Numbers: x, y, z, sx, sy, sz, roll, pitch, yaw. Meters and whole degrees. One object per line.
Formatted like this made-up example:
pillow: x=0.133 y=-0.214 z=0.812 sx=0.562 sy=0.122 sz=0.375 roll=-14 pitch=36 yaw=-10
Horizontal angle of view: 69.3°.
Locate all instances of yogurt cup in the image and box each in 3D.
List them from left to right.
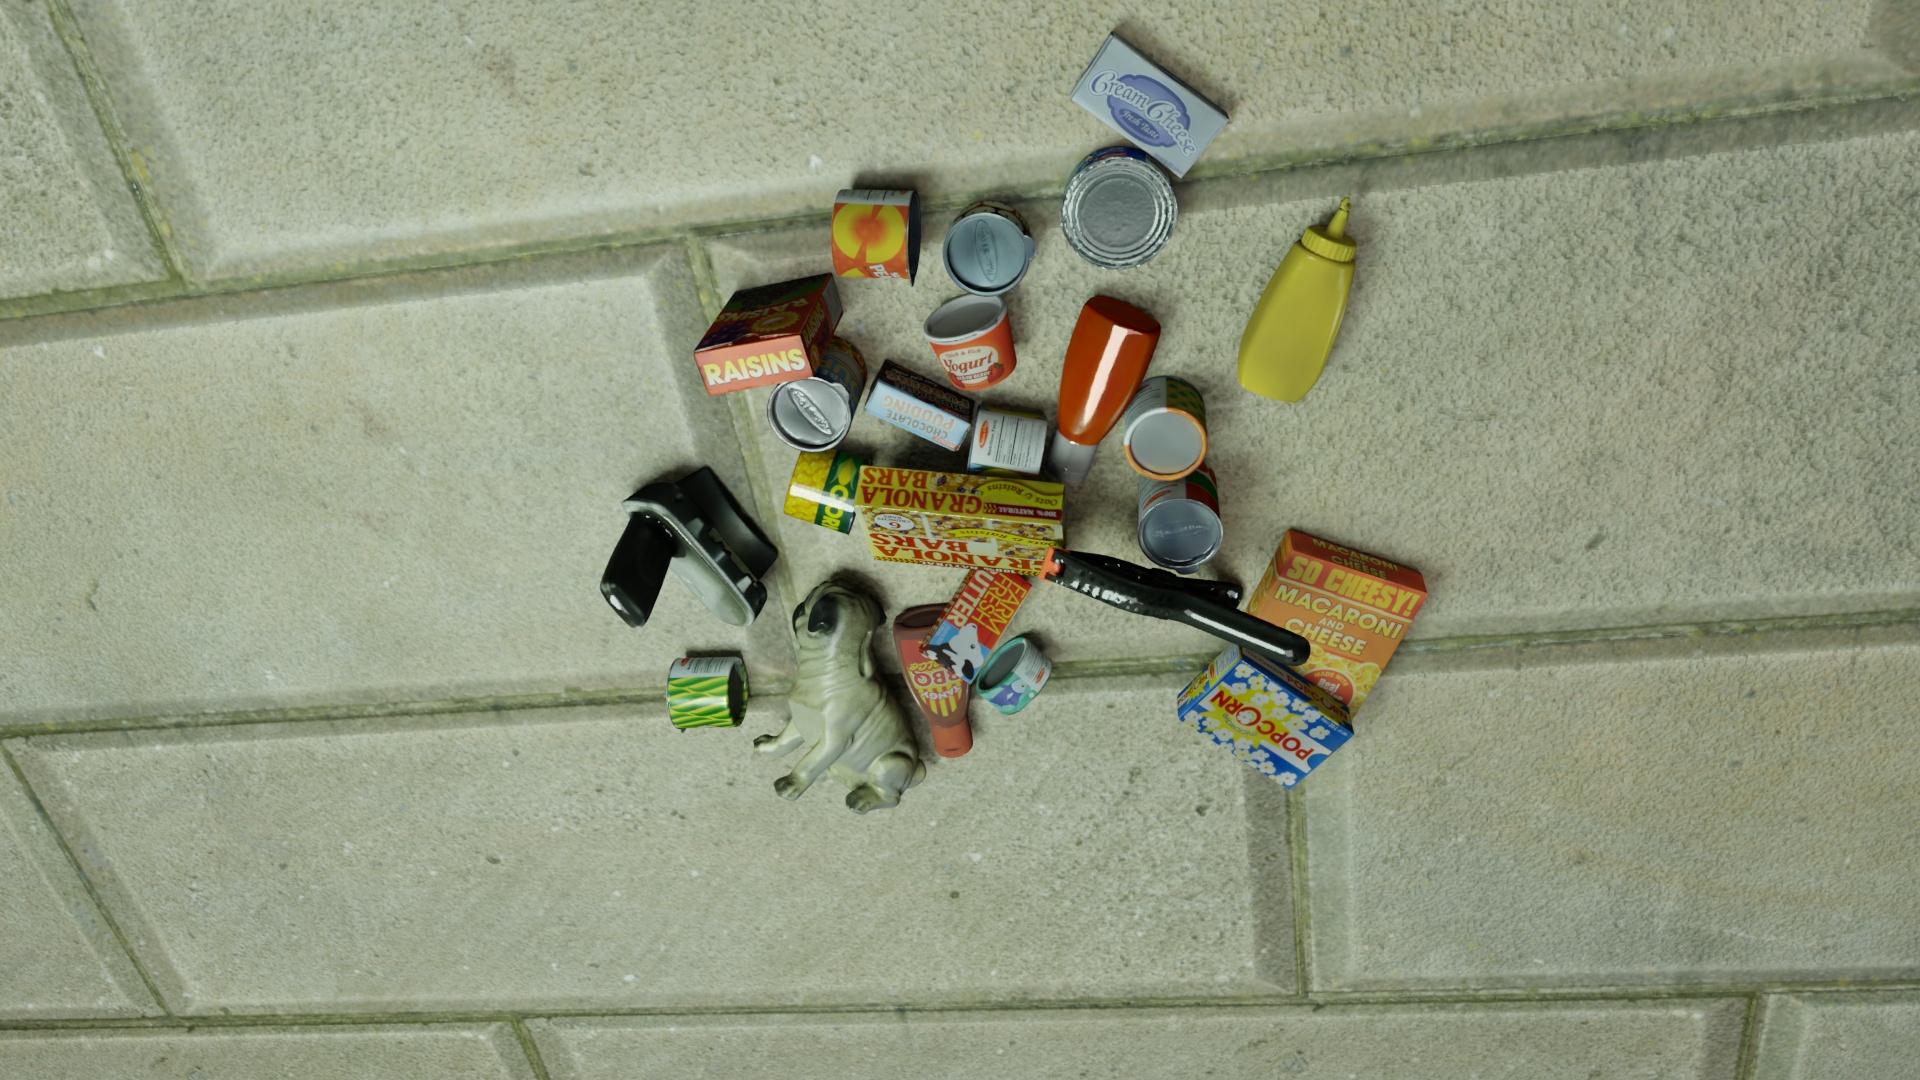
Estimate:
yogurt cup: x=0.011 y=-0.154 z=1.082 sx=0.072 sy=0.073 sz=0.053 roll=-12 pitch=127 yaw=14

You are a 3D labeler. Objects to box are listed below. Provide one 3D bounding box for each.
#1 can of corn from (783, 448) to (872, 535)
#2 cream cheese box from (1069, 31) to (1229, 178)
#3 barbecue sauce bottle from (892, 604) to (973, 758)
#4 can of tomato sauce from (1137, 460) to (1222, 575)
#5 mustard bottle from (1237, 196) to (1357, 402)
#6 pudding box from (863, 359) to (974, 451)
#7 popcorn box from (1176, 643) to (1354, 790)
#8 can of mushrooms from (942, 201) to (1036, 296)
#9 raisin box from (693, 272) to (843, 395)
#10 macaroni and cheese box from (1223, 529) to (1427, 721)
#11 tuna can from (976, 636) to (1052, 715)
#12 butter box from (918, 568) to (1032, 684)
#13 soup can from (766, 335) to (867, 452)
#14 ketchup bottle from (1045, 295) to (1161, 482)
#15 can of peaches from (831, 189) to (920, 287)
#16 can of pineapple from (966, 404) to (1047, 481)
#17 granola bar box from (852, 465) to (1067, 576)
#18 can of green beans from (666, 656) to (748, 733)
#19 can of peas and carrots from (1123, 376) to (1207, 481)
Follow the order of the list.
can of corn: x=-0.111 y=-0.043 z=1.158 sx=0.058 sy=0.071 sz=0.070 roll=18 pitch=121 yaw=-3
cream cheese box: x=0.135 y=-0.311 z=0.994 sx=0.104 sy=0.024 sz=0.053 roll=32 pitch=119 yaw=-12
barbecue sauce bottle: x=-0.018 y=0.130 z=1.267 sx=0.065 sy=0.044 sz=0.147 roll=-10 pitch=120 yaw=3
can of tomato sauce: x=0.178 y=-0.024 z=1.127 sx=0.071 sy=0.083 sz=0.070 roll=3 pitch=121 yaw=5
mustard bottle: x=0.260 y=-0.183 z=1.042 sx=0.065 sy=0.049 sz=0.159 roll=17 pitch=121 yaw=-4
pudding box: x=-0.033 y=-0.109 z=1.121 sx=0.084 sy=0.050 sz=0.030 roll=24 pitch=119 yaw=-8
popcorn box: x=0.262 y=0.150 z=1.201 sx=0.126 sy=0.038 sz=0.085 roll=33 pitch=120 yaw=-12
can of mushrooms: x=0.023 y=-0.222 z=1.056 sx=0.071 sy=0.034 sz=0.070 roll=3 pitch=121 yaw=6
raisin box: x=-0.144 y=-0.159 z=1.061 sx=0.086 sy=0.124 sz=0.040 roll=-8 pitch=120 yaw=12
macaroni and cheese box: x=0.306 y=0.081 z=1.200 sx=0.124 sy=0.040 sz=0.165 roll=18 pitch=122 yaw=-4
tuna can: x=0.046 y=0.121 z=1.241 sx=0.033 sy=0.071 sz=0.071 roll=43 pitch=117 yaw=-17
butter box: x=0.013 y=0.067 z=1.206 sx=0.053 sy=0.024 sz=0.103 roll=34 pitch=84 yaw=-13
soup can: x=-0.110 y=-0.119 z=1.104 sx=0.071 sy=0.084 sz=0.071 roll=3 pitch=122 yaw=5
ketchup bottle: x=0.105 y=-0.116 z=1.101 sx=0.065 sy=0.044 sz=0.148 roll=29 pitch=123 yaw=16
can of peaches: x=-0.063 y=-0.227 z=1.043 sx=0.058 sy=0.071 sz=0.071 roll=4 pitch=121 yaw=6
can of pineapple: x=0.037 y=-0.073 z=1.127 sx=0.058 sy=0.071 sz=0.070 roll=10 pitch=122 yaw=1
granola bar box: x=0.004 y=-0.014 z=1.139 sx=0.165 sy=0.039 sz=0.123 roll=6 pitch=159 yaw=7
can of green beans: x=-0.234 y=0.141 z=1.286 sx=0.058 sy=0.071 sz=0.071 roll=-2 pitch=121 yaw=8
can of peas and carrots: x=0.165 y=-0.087 z=1.105 sx=0.071 sy=0.059 sz=0.070 roll=3 pitch=122 yaw=5
